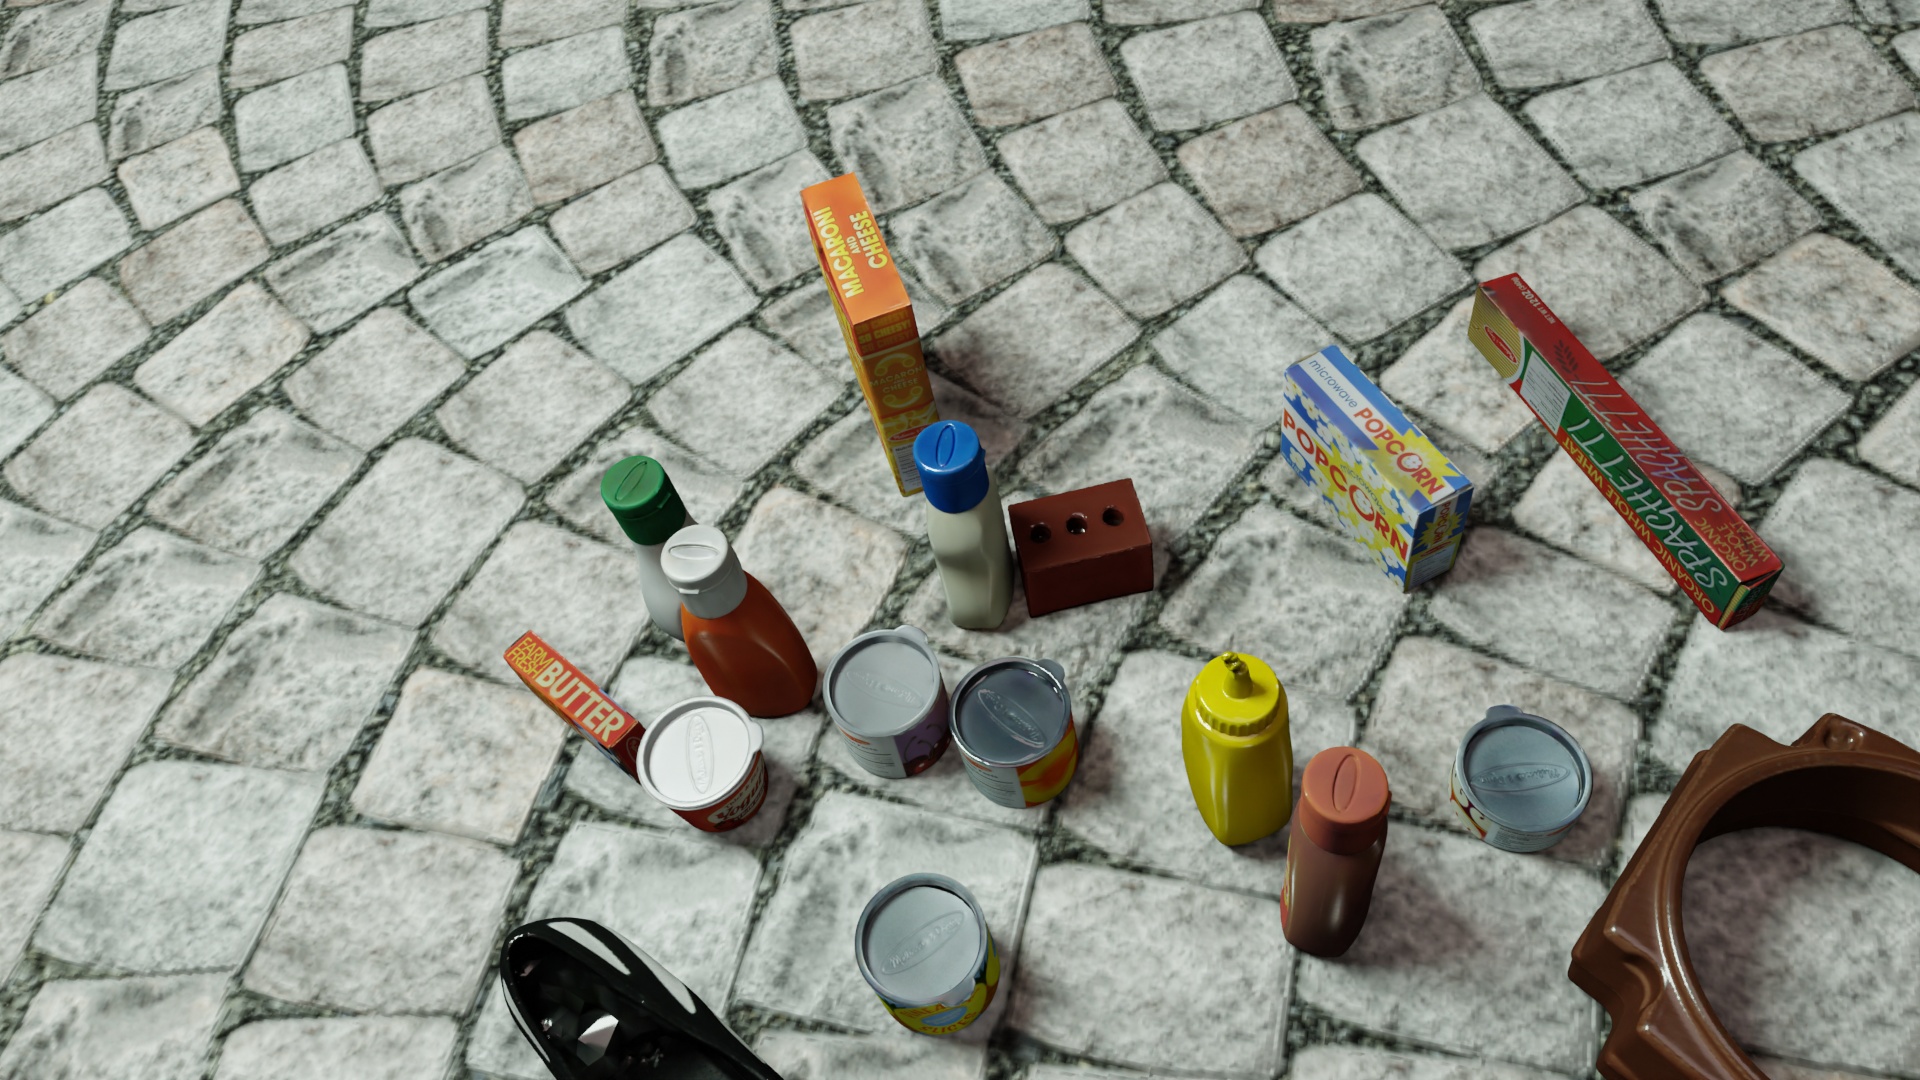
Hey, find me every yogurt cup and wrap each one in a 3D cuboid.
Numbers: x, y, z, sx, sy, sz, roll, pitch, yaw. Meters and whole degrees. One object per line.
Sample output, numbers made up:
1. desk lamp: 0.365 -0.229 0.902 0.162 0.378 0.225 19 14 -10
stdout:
1. yogurt cup: -0.141 0.129 0.780 0.072 0.053 0.073 -5 56 7

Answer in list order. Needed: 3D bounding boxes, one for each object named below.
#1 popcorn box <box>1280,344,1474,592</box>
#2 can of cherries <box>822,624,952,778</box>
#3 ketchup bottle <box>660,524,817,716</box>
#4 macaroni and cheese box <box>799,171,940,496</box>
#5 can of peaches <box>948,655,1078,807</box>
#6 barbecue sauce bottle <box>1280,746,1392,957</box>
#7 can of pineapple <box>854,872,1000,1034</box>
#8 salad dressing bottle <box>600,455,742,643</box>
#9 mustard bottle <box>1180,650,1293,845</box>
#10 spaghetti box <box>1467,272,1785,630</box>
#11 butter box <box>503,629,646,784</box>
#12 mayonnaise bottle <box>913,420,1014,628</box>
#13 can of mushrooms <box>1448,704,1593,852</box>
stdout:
1. popcorn box: 0.238 -0.043 0.811 0.038 0.084 0.127 -28 56 -9
2. can of cherries: -0.037 0.091 0.784 0.071 0.058 0.072 -5 56 7
3. ketchup bottle: -0.126 0.047 0.775 0.065 0.148 0.044 3 57 12
4. macaroni and cheese box: -0.051 -0.125 0.868 0.040 0.165 0.124 -20 55 -3
5. can of peaches: 0.032 0.104 0.763 0.071 0.057 0.071 -5 56 7
6. barbecue sauce bottle: 0.177 0.145 0.655 0.044 0.147 0.065 13 60 18
7. can of pineapple: -0.015 0.211 0.699 0.071 0.057 0.071 -5 56 7
8. salad dressing bottle: -0.166 0.008 0.809 0.044 0.147 0.064 19 62 21
9. mustard bottle: 0.138 0.097 0.688 0.049 0.159 0.065 -18 55 -2
10. spaghetti box: 0.383 -0.059 0.817 0.029 0.050 0.251 -22 55 -5
11. butter box: -0.221 0.098 0.815 0.104 0.053 0.024 33 67 27
12. mayonnaise bottle: 0.003 -0.010 0.791 0.041 0.147 0.065 2 57 11
13. can of mushrooms: 0.288 0.123 0.720 0.071 0.033 0.071 -5 56 7
